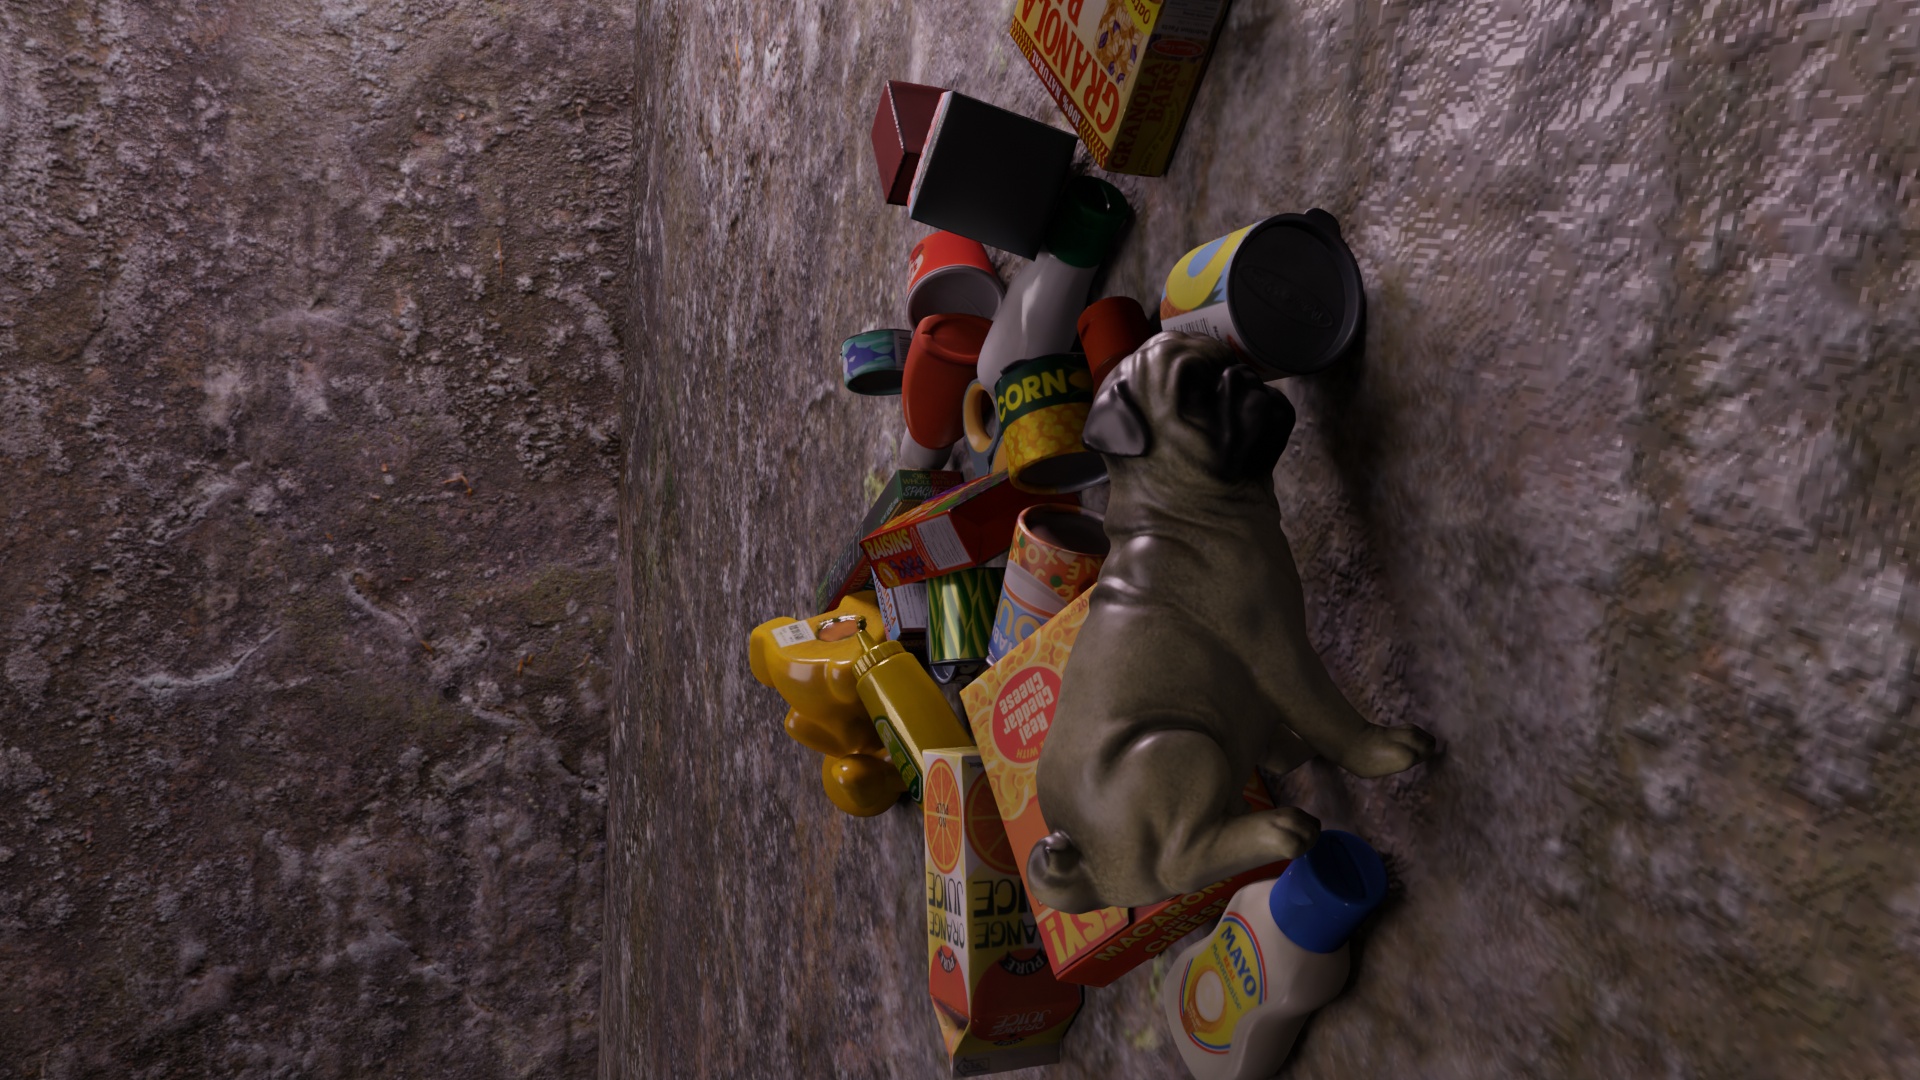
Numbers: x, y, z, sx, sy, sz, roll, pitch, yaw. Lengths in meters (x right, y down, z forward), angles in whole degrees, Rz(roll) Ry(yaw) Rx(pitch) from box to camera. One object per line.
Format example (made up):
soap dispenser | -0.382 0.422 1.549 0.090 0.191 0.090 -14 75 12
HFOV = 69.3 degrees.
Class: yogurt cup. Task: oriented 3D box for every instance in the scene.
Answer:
yogurt cup | -0.006 -0.172 0.937 0.072 0.072 0.054 112 158 -43

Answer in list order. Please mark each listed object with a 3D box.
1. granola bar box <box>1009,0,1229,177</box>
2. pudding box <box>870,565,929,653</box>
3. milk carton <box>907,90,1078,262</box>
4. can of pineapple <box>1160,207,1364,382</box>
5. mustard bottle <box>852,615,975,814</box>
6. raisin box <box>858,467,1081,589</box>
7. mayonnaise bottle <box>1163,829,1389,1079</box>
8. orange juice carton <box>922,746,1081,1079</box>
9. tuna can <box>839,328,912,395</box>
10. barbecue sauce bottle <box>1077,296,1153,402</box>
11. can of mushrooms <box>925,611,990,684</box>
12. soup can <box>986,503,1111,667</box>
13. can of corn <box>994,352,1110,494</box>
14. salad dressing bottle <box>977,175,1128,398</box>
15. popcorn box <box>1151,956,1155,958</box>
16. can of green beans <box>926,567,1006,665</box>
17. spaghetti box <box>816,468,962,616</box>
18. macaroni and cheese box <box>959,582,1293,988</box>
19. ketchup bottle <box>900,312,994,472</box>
granola bar box | 0.083 -0.290 0.741 0.166 0.039 0.123 -111 30 -43
pudding box | -0.033 0.041 1.022 0.030 0.050 0.084 120 143 -49
milk carton | 0.013 -0.219 0.821 0.191 0.073 0.072 -99 28 -72
can of pineapple | 0.128 -0.101 0.589 0.058 0.071 0.071 177 93 -69
mustard bottle | -0.036 0.121 0.962 0.160 0.049 0.065 57 156 20
raisin box | 0.003 -0.011 0.850 0.123 0.086 0.040 -17 102 60
mayonnaise bottle | 0.134 0.179 0.598 0.147 0.041 0.065 110 150 -42
orange juice carton | 0.024 0.222 0.841 0.073 0.072 0.193 160 109 -68
tuna can | -0.060 -0.135 1.065 0.071 0.071 0.033 147 120 -65
barbecue sauce bottle | 0.094 -0.057 0.703 0.064 0.044 0.149 108 154 -55
can of mushrooms | 0.003 0.064 0.951 0.071 0.033 0.071 -178 89 -69
soup can | 0.053 0.031 0.769 0.071 0.071 0.083 -125 40 -56
can of corn | 0.054 -0.064 0.769 0.071 0.071 0.058 134 132 -61
salad dressing bottle | 0.053 -0.144 0.812 0.146 0.044 0.064 117 152 -47
popcorn box | 0.082 0.146 0.737 0.084 0.038 0.127 113 149 -43
can of green beans | 0.012 0.049 0.882 0.071 0.071 0.058 158 111 -67
spaghetti box | -0.061 0.010 1.094 0.249 0.050 0.029 130 137 -59
macaroni and cheese box | 0.074 0.111 0.676 0.123 0.040 0.167 -41 46 24
ketchup bottle | -0.012 -0.096 0.956 0.148 0.065 0.044 114 158 -60
